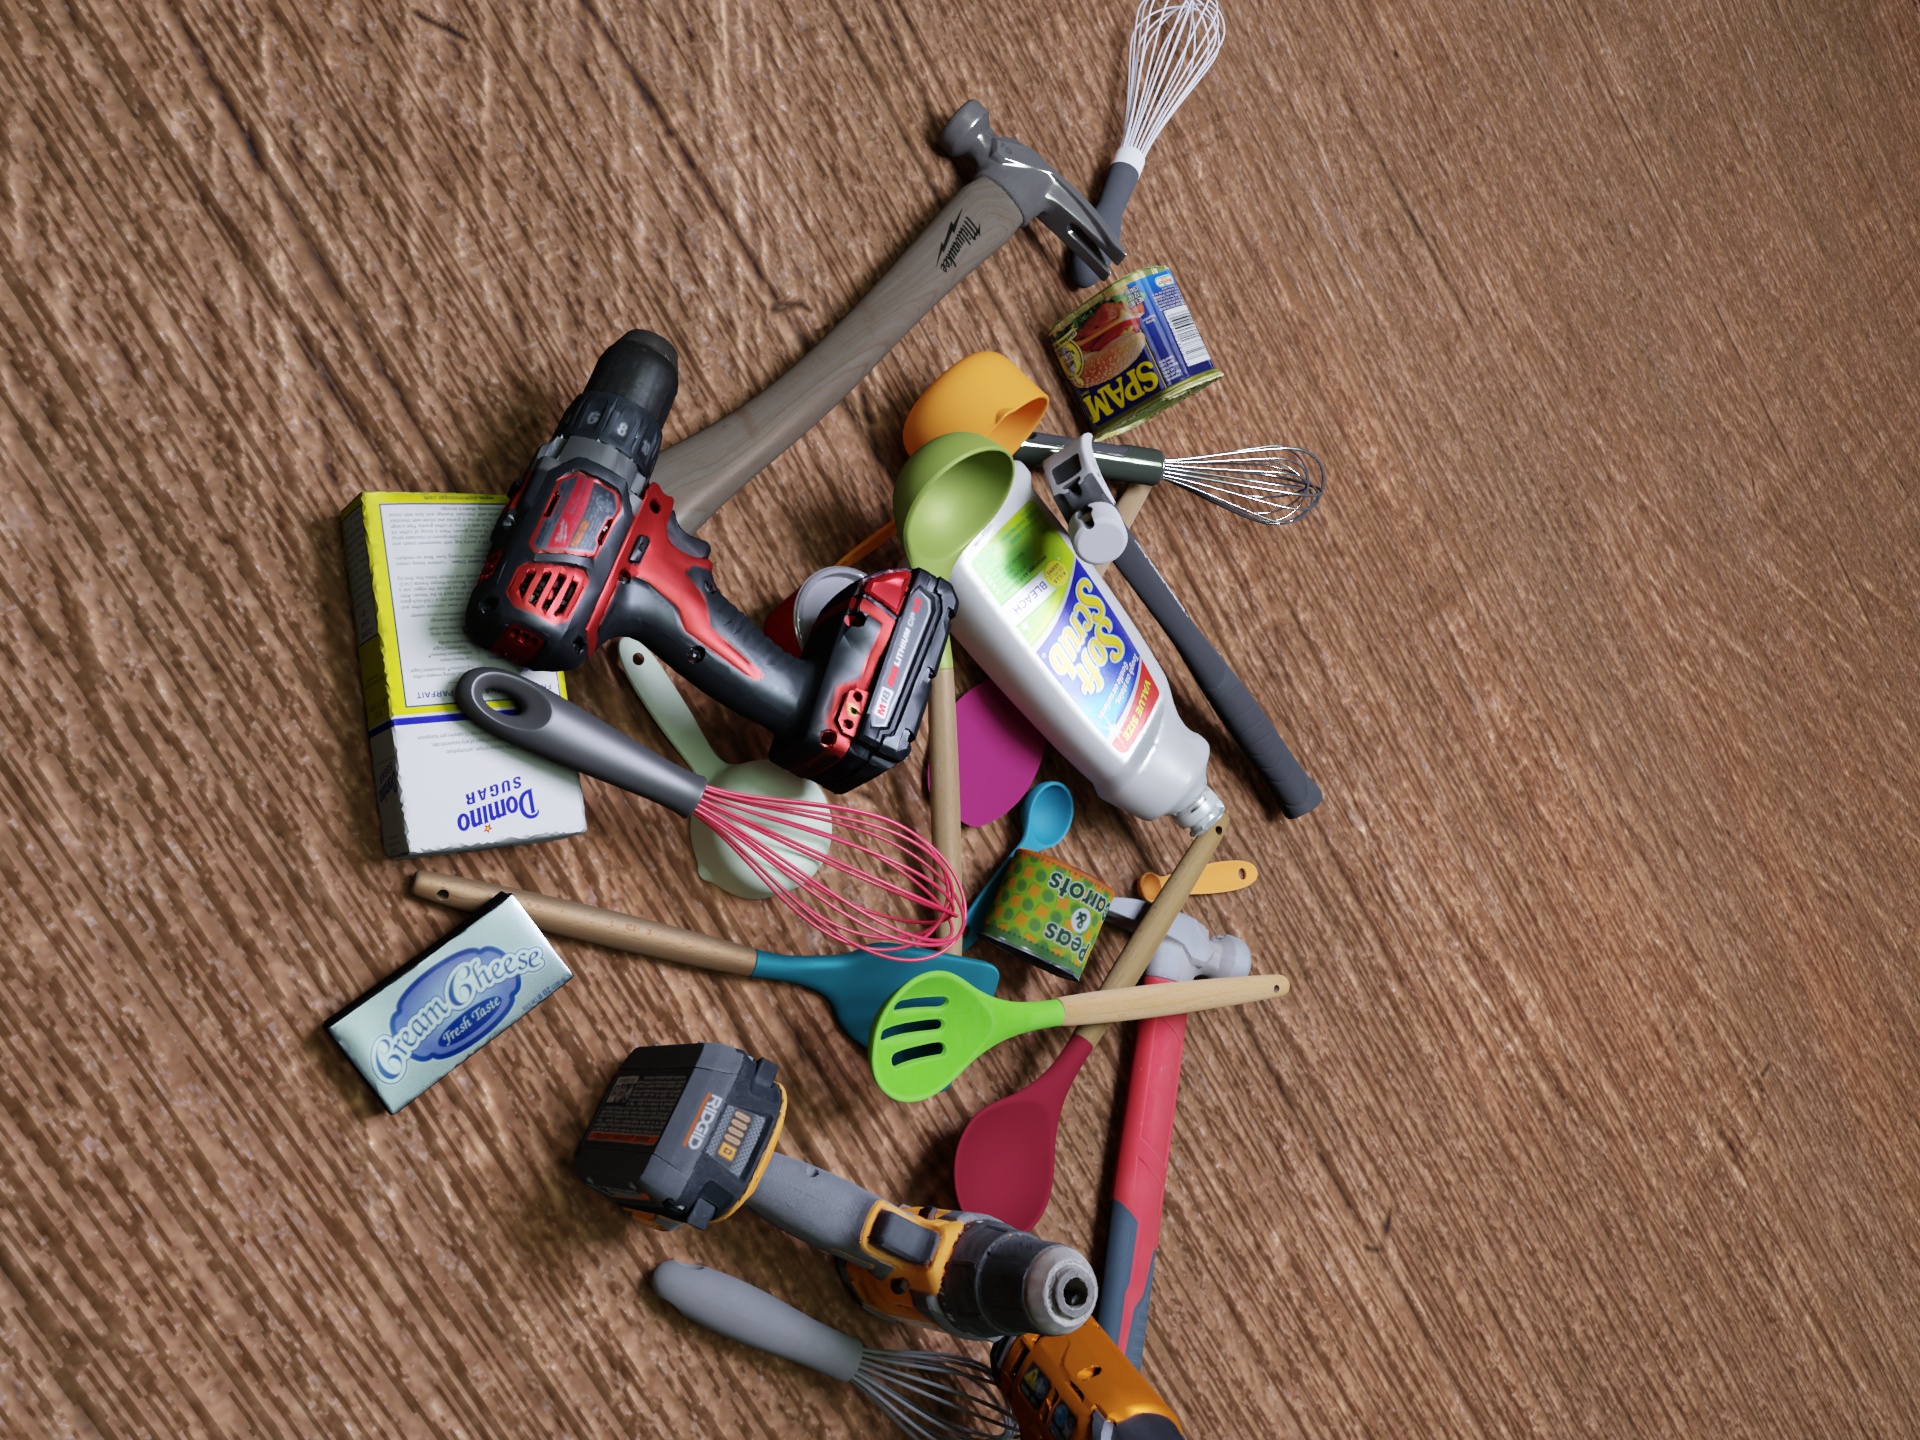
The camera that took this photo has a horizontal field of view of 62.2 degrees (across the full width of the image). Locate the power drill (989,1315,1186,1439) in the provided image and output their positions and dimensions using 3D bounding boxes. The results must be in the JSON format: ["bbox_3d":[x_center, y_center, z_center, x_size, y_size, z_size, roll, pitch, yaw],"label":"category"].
[{"bbox_3d":[0.038,0.423,0.774,0.084,0.164,0.226,25,93,-29],"label":"power drill"}]

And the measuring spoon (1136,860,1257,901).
[{"bbox_3d":[0.160,0.108,1.074,0.117,0.011,0.021,-3,81,-40],"label":"measuring spoon"}]

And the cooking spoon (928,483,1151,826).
[{"bbox_3d":[0.065,-0.062,1.038,0.068,0.017,0.319,37,60,-11],"label":"cooking spoon"}]

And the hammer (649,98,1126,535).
[{"bbox_3d":[-0.053,-0.227,0.967,0.146,0.038,0.411,42,60,-4],"label":"hammer"}]

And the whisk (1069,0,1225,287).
[{"bbox_3d":[0.130,-0.426,1.153,0.070,0.070,0.285,31,68,-26],"label":"whisk"}]

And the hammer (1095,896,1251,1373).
[{"bbox_3d":[0.093,0.301,0.961,0.143,0.038,0.386,22,67,-29],"label":"hammer"}]

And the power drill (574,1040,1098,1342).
[{"bbox_3d":[-0.056,0.241,0.780,0.226,0.185,0.084,35,63,-21],"label":"power drill"}]

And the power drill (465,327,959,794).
[{"bbox_3d":[-0.118,-0.080,0.815,0.226,0.080,0.188,27,64,-20],"label":"power drill"}]

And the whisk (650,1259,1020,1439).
[{"bbox_3d":[-0.060,0.336,0.842,0.238,0.055,0.055,33,62,-20],"label":"whisk"}]

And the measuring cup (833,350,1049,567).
[{"bbox_3d":[-0.025,-0.159,0.971,0.173,0.095,0.052,-40,82,-13],"label":"measuring cup"}]

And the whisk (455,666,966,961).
[{"bbox_3d":[-0.118,0.047,0.810,0.295,0.073,0.073,29,64,-22],"label":"whisk"}]

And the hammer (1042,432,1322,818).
[{"bbox_3d":[0.153,-0.049,1.043,0.334,0.035,0.146,49,17,-33],"label":"hammer"}]

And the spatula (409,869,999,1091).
[{"bbox_3d":[-0.130,0.125,0.838,0.317,0.044,0.082,19,101,-29],"label":"spatula"}]

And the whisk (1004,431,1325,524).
[{"bbox_3d":[0.140,-0.171,1.079,0.246,0.058,0.059,5,120,-21],"label":"whisk"}]

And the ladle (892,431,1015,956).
[{"bbox_3d":[-0.001,-0.003,0.912,0.078,0.062,0.320,-10,101,-49],"label":"ladle"}]

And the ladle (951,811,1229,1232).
[{"bbox_3d":[0.085,0.171,0.951,0.069,0.031,0.315,46,60,-15],"label":"ladle"}]

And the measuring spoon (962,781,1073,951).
[{"bbox_3d":[0.026,0.089,0.979,0.129,0.021,0.042,-53,131,-23],"label":"measuring spoon"}]

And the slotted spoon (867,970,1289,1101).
[{"bbox_3d":[0.075,0.167,0.914,0.313,0.031,0.070,0,97,-35],"label":"slotted spoon"}]

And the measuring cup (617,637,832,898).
[{"bbox_3d":[-0.130,0.022,0.865,0.083,0.038,0.167,-42,106,-35],"label":"measuring cup"}]
